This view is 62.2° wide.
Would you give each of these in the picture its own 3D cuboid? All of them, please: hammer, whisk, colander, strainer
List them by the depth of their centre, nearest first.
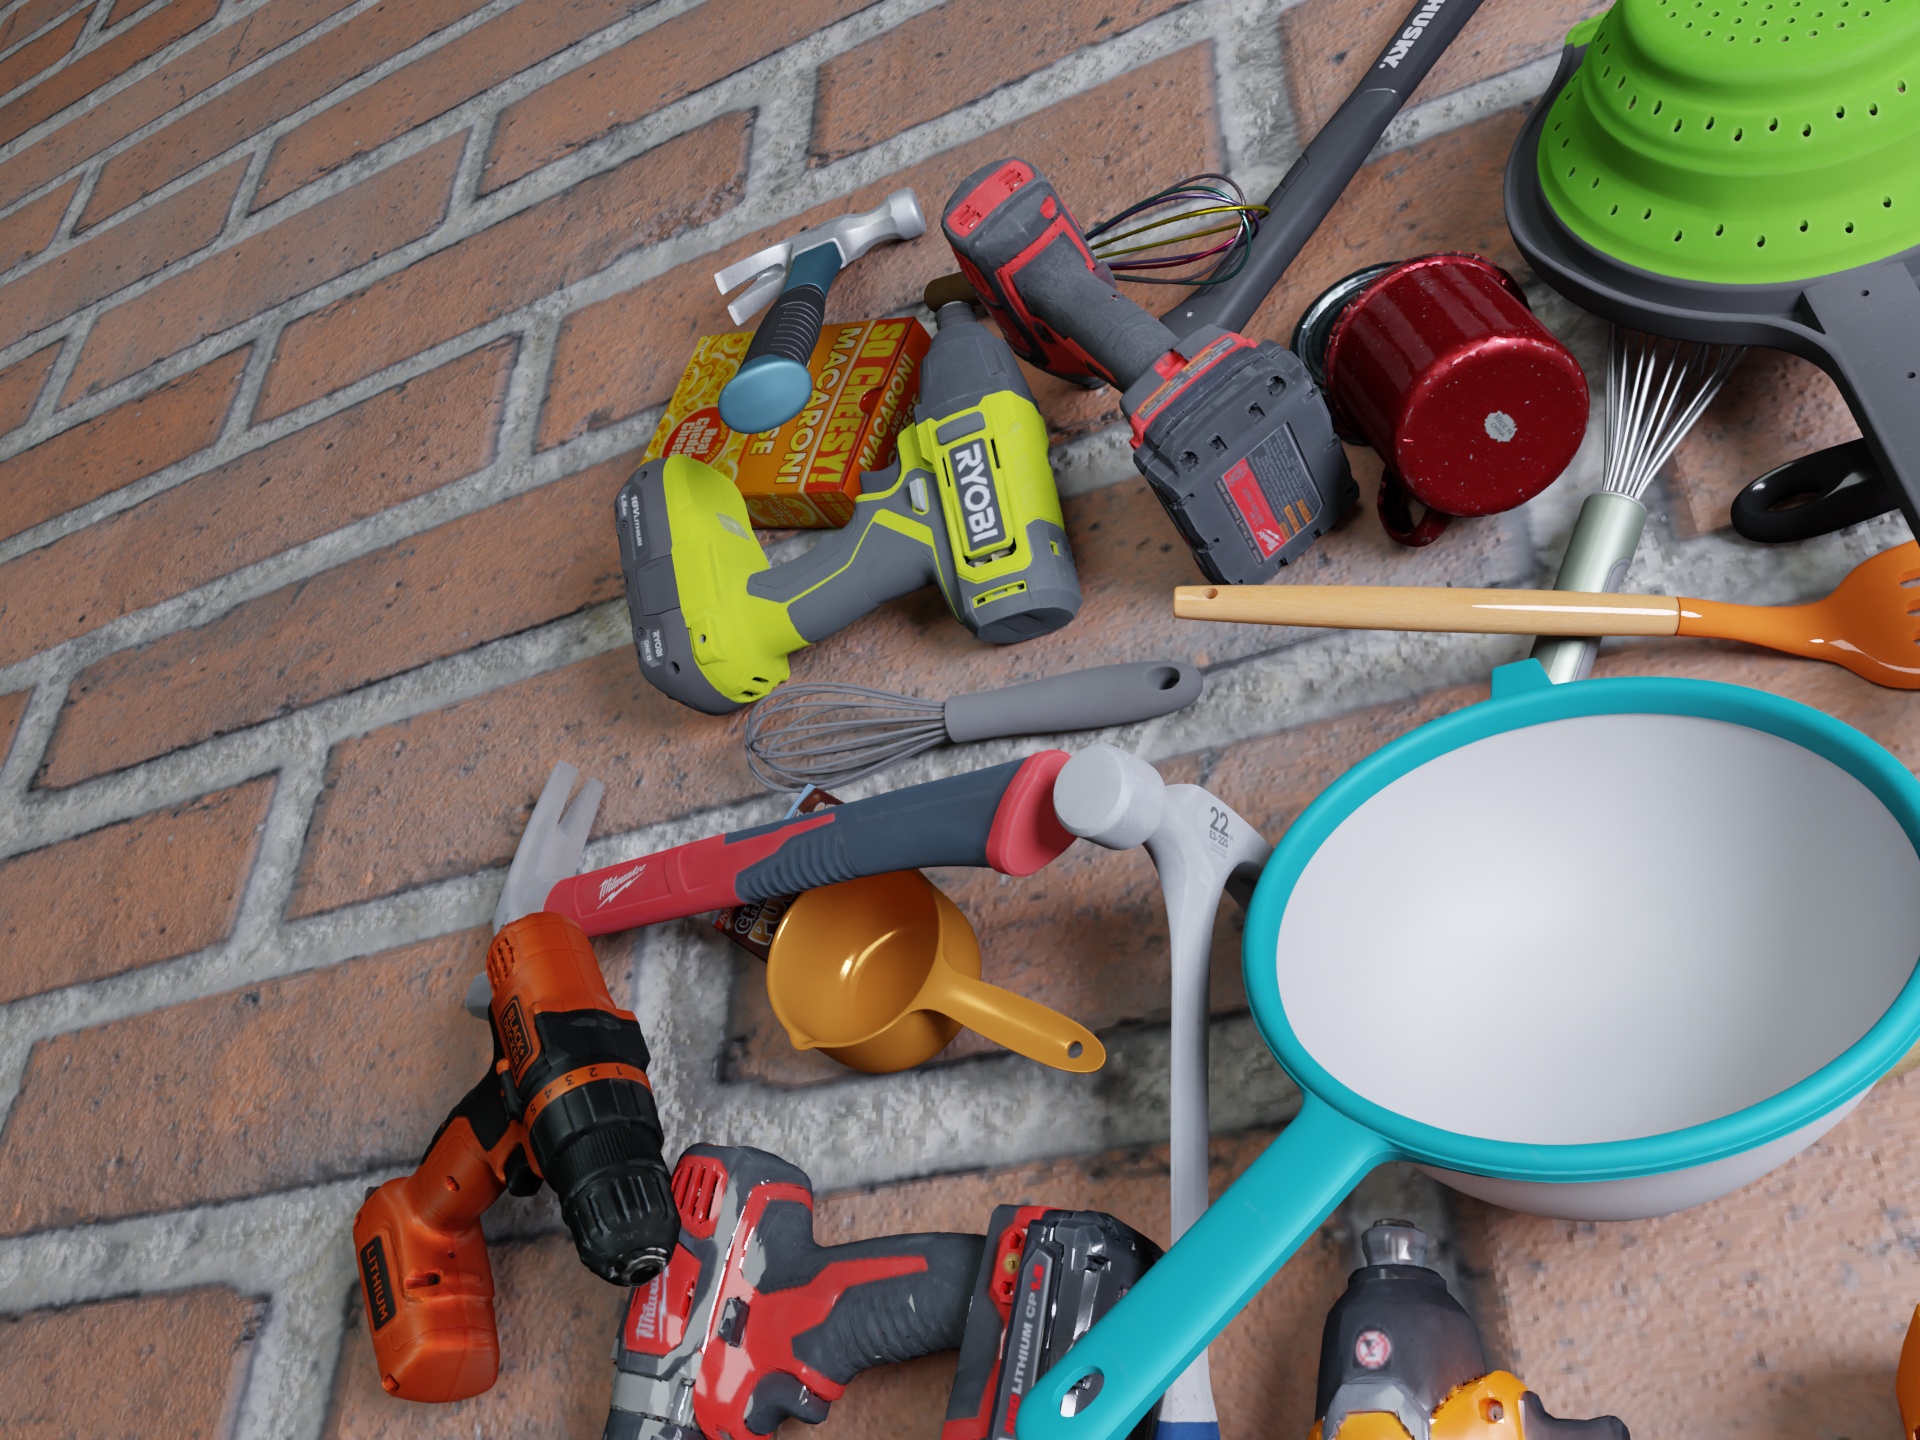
[{"bbox_3d":[0.159,0.124,0.498,0.340,0.095,0.211,-40,33,-17],"label":"strainer"},{"bbox_3d":[0.079,0.218,0.521,0.035,0.144,0.406,-15,62,38],"label":"hammer"},{"bbox_3d":[0.426,-0.121,0.554,0.296,0.073,0.073,-19,52,29],"label":"whisk"},{"bbox_3d":[0.318,-0.183,0.566,0.204,0.094,0.398,-14,54,14],"label":"colander"},{"bbox_3d":[0.268,-0.092,0.642,0.059,0.057,0.246,16,74,30],"label":"whisk"},{"bbox_3d":[-0.094,0.052,0.713,0.386,0.038,0.143,-17,50,43],"label":"hammer"},{"bbox_3d":[-0.001,-0.003,0.755,0.239,0.055,0.055,-8,56,23],"label":"whisk"},{"bbox_3d":[0.213,-0.312,0.830,0.146,0.035,0.335,28,78,42],"label":"hammer"},{"bbox_3d":[0.066,-0.246,0.854,0.245,0.051,0.047,3,40,50],"label":"whisk"},{"bbox_3d":[-0.087,-0.226,0.869,0.128,0.033,0.331,-19,27,11],"label":"hammer"}]

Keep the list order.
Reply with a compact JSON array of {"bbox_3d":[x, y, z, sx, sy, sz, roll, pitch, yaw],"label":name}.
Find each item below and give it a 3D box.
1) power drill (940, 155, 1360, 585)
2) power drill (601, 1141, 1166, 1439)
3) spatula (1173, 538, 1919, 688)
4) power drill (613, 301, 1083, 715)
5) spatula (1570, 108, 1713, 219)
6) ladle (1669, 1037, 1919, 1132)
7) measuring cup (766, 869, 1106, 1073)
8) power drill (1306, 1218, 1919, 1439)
[{"bbox_3d":[0.083,-0.163,0.751,0.078,0.143,0.220,-40,54,4],"label":"power drill"},{"bbox_3d":[-0.042,0.258,0.585,0.227,0.080,0.188,-5,58,33],"label":"power drill"},{"bbox_3d":[0.242,-0.045,0.591,0.322,0.041,0.081,2,59,9],"label":"spatula"},{"bbox_3d":[-0.059,-0.103,0.810,0.223,0.080,0.171,-18,75,21],"label":"power drill"},{"bbox_3d":[0.416,-0.290,0.696,0.317,0.044,0.082,-22,50,13],"label":"spatula"},{"bbox_3d":[0.357,0.065,0.493,0.315,0.031,0.069,-33,48,12],"label":"ladle"},{"bbox_3d":[-0.002,0.119,0.668,0.174,0.052,0.095,17,71,37],"label":"measuring cup"},{"bbox_3d":[0.207,0.218,0.449,0.226,0.084,0.164,-15,53,28],"label":"power drill"}]
